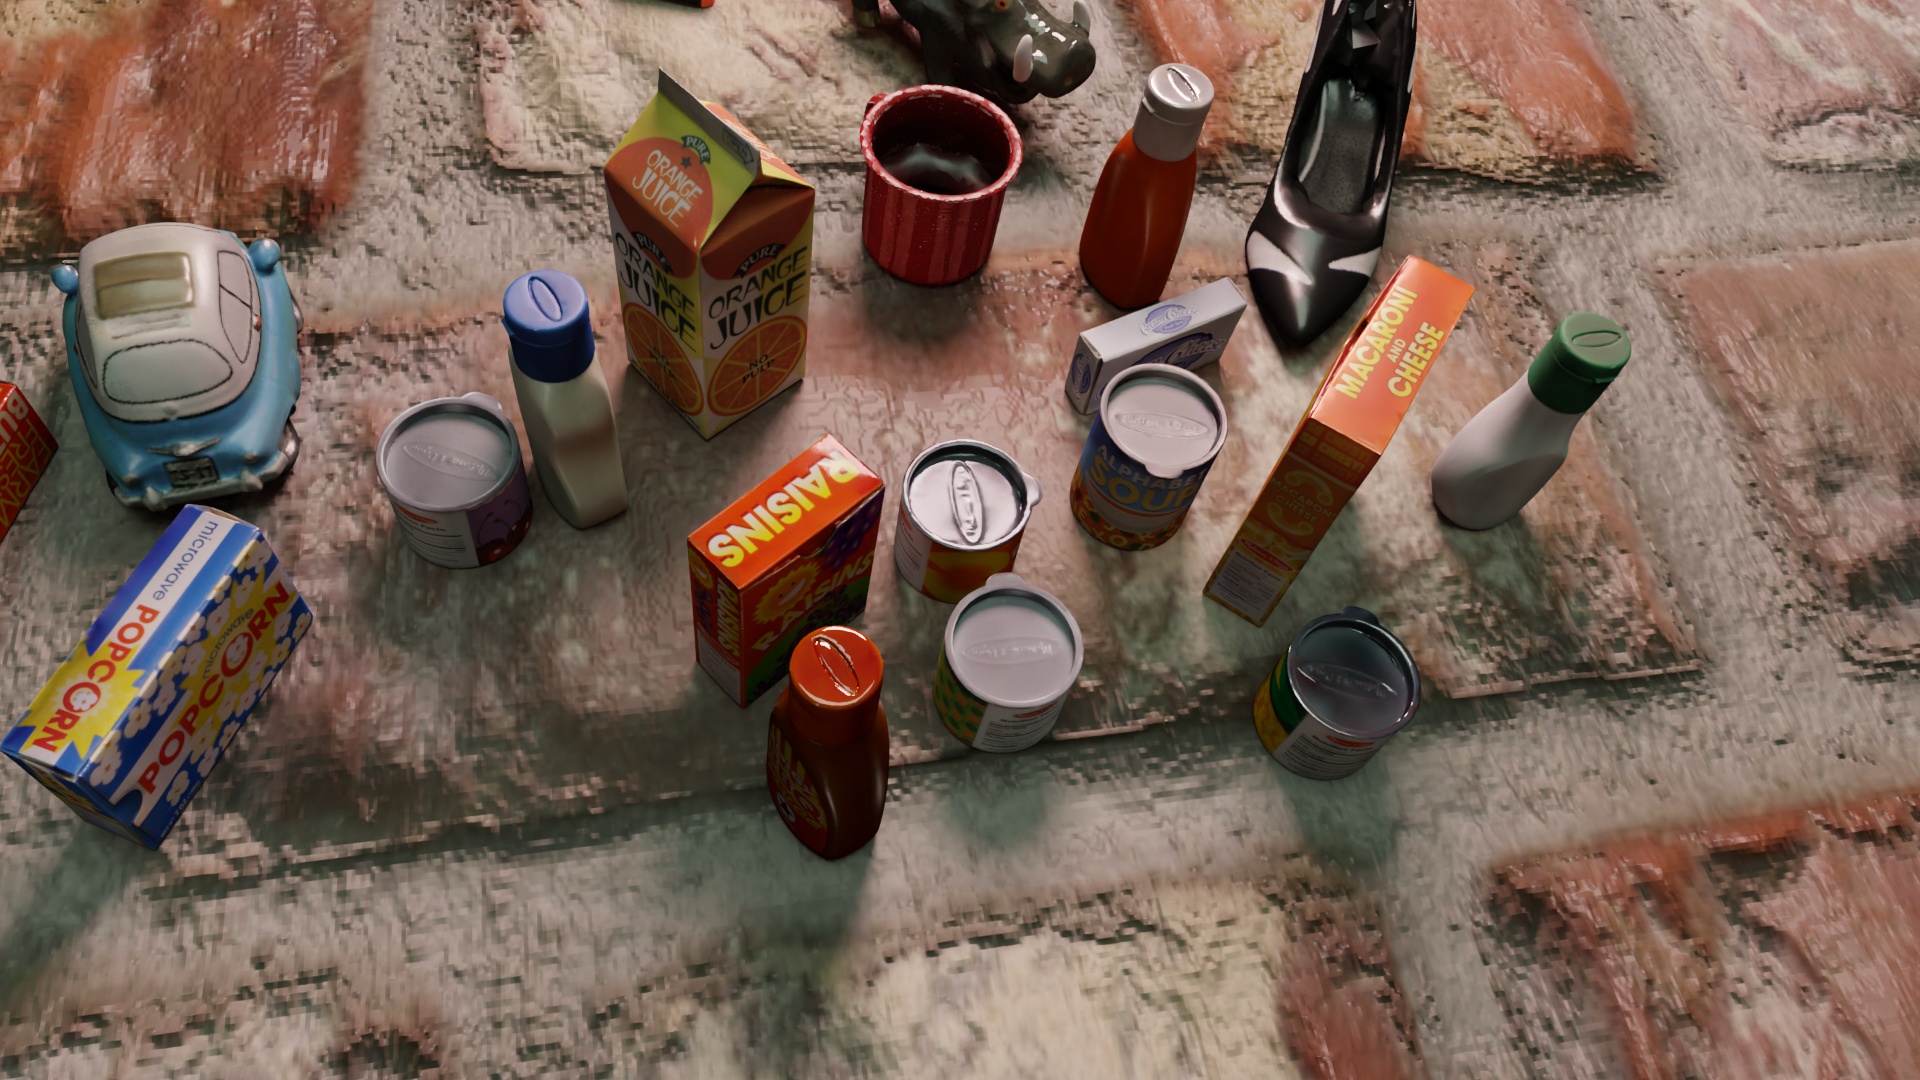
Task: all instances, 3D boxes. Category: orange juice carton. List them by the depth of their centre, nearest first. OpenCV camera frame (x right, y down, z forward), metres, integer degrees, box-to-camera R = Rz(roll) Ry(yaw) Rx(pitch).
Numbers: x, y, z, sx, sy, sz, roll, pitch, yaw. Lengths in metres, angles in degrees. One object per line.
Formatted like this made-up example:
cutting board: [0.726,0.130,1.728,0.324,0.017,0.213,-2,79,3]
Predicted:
orange juice carton: [-0.124,-0.144,0.698,0.073,0.191,0.072,-37,71,-26]

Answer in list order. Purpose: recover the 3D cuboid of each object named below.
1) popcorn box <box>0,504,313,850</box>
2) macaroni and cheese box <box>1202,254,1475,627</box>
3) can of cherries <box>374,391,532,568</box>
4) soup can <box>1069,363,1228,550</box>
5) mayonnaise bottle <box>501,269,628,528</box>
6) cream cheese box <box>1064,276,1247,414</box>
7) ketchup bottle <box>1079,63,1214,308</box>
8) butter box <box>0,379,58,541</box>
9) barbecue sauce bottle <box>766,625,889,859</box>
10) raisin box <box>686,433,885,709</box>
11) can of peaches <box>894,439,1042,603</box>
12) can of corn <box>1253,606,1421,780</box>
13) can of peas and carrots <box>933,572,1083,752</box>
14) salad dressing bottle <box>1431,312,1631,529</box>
popcorn box: [-0.343,0.059,0.605,0.038,0.084,0.127,19,58,3]
macaroni and cheese box: [0.187,-0.046,0.702,0.040,0.165,0.124,31,60,10]
can of cherries: [-0.247,-0.030,0.689,0.071,0.058,0.072,4,59,-6]
soup can: [0.097,-0.040,0.733,0.071,0.083,0.071,4,59,-6]
mayonnaise bottle: [-0.190,-0.068,0.668,0.041,0.147,0.065,-25,66,-21]
cream cheese box: [0.111,-0.111,0.796,0.104,0.053,0.024,-23,65,-21]
ketchup bottle: [0.107,-0.202,0.795,0.044,0.148,0.065,-20,64,-19]
butter box: [-0.469,-0.021,0.653,0.024,0.053,0.104,10,58,-2]
barbecue sauce bottle: [-0.056,0.085,0.596,0.044,0.147,0.065,-28,67,-23]
raisin box: [-0.082,0.017,0.648,0.040,0.122,0.086,43,62,17]
can of peaches: [0.003,-0.009,0.715,0.071,0.057,0.071,4,59,-6]
can of corn: [0.186,0.077,0.691,0.071,0.058,0.071,4,59,-6]
can of peas and carrots: [0.021,0.060,0.675,0.071,0.058,0.071,4,59,-6]
salad dressing bottle: [0.302,-0.061,0.739,0.064,0.147,0.044,-8,61,-13]
